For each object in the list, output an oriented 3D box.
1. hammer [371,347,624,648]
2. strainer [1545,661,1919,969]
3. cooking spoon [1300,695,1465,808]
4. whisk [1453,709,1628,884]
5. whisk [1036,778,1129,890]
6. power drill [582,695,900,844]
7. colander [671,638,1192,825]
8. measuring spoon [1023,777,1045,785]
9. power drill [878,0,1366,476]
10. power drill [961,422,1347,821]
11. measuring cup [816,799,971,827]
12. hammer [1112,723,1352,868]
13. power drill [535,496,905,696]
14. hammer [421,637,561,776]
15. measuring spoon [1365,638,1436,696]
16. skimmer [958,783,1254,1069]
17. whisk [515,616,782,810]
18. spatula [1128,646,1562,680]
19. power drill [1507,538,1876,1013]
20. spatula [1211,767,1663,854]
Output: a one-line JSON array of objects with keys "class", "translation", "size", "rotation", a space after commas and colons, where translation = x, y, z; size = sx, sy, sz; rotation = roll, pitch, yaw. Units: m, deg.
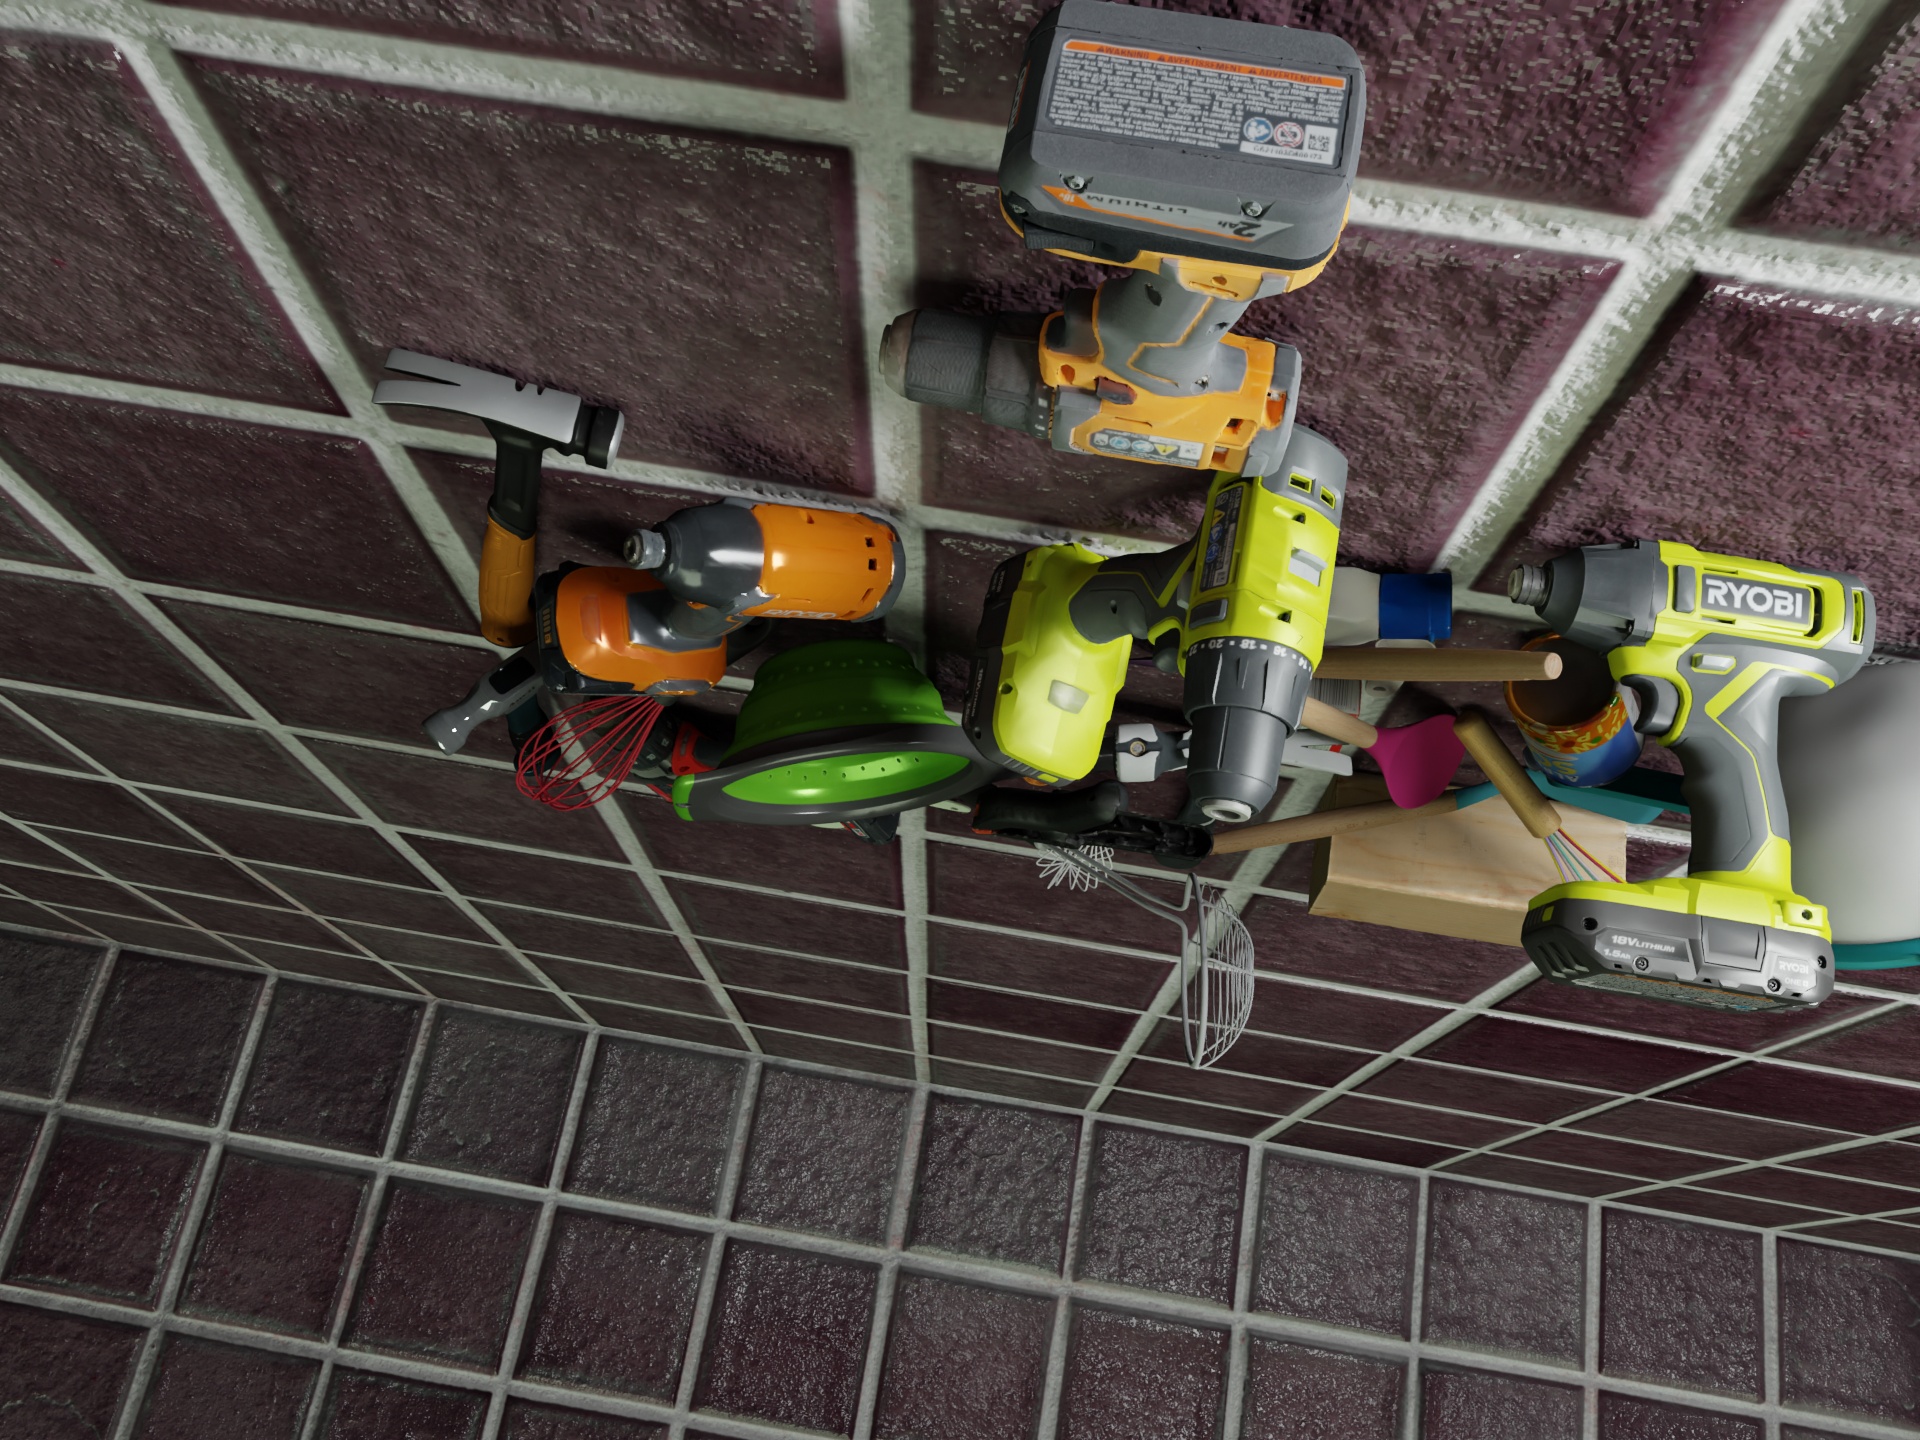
[{"class": "hammer", "translation": [-0.287, -0.118, 0.985], "size": [0.127, 0.034, 0.336], "rotation": [14, 159, -12]}, {"class": "strainer", "translation": [0.457, 0.023, 0.905], "size": [0.095, 0.211, 0.340], "rotation": [60, 161, -21]}, {"class": "cooking spoon", "translation": [0.233, 0.004, 0.959], "size": [0.017, 0.068, 0.318], "rotation": [34, -169, 40]}, {"class": "whisk", "translation": [0.404, 0.084, 1.056], "size": [0.047, 0.051, 0.245], "rotation": [-29, 109, 38]}, {"class": "whisk", "translation": [0.102, 0.087, 1.260], "size": [0.070, 0.070, 0.284], "rotation": [10, 164, 0]}, {"class": "power drill", "translation": [-0.170, 0.026, 1.248], "size": [0.227, 0.080, 0.187], "rotation": [5, 158, 22]}, {"class": "colander", "translation": [-0.002, -0.004, 1.099], "size": [0.397, 0.094, 0.204], "rotation": [-5, 164, -10]}, {"class": "measuring spoon", "translation": [0.024, 0.024, 1.242], "size": [0.116, 0.011, 0.021], "rotation": [28, 152, -30]}, {"class": "power drill", "translation": [0.054, -0.175, 0.631], "size": [0.185, 0.084, 0.226], "rotation": [10, 163, 5]}, {"class": "power drill", "translation": [0.097, -0.034, 0.819], "size": [0.080, 0.191, 0.228], "rotation": [22, 160, -28]}, {"class": "measuring cup", "translation": [-0.076, 0.075, 1.370], "size": [0.167, 0.038, 0.083], "rotation": [10, 159, 6]}, {"class": "hammer", "translation": [0.180, 0.063, 1.164], "size": [0.149, 0.036, 0.408], "rotation": [-2, 166, 3]}, {"class": "power drill", "translation": [-0.162, -0.073, 0.932], "size": [0.164, 0.084, 0.226], "rotation": [1, 168, -42]}, {"class": "hammer", "translation": [-0.339, 0.002, 1.239], "size": [0.033, 0.128, 0.331], "rotation": [50, 165, 1]}, {"class": "measuring spoon", "translation": [0.264, -0.038, 0.971], "size": [0.034, 0.018, 0.124], "rotation": [7, 165, 7]}, {"class": "skimmer", "translation": [0.077, 0.118, 1.146], "size": [0.090, 0.127, 0.364], "rotation": [-20, -147, -32]}, {"class": "whisk", "translation": [-0.221, -0.011, 1.122], "size": [0.073, 0.073, 0.296], "rotation": [27, 135, -36]}, {"class": "spatula", "translation": [0.203, -0.032, 0.896], "size": [0.059, 0.018, 0.316], "rotation": [3, 180, -31]}, {"class": "power drill", "translation": [0.352, 0.023, 0.787], "size": [0.171, 0.223, 0.080], "rotation": [9, 165, 3]}, {"class": "spatula", "translation": [0.321, 0.070, 1.109], "size": [0.317, 0.044, 0.082], "rotation": [-11, 158, 7]}]
